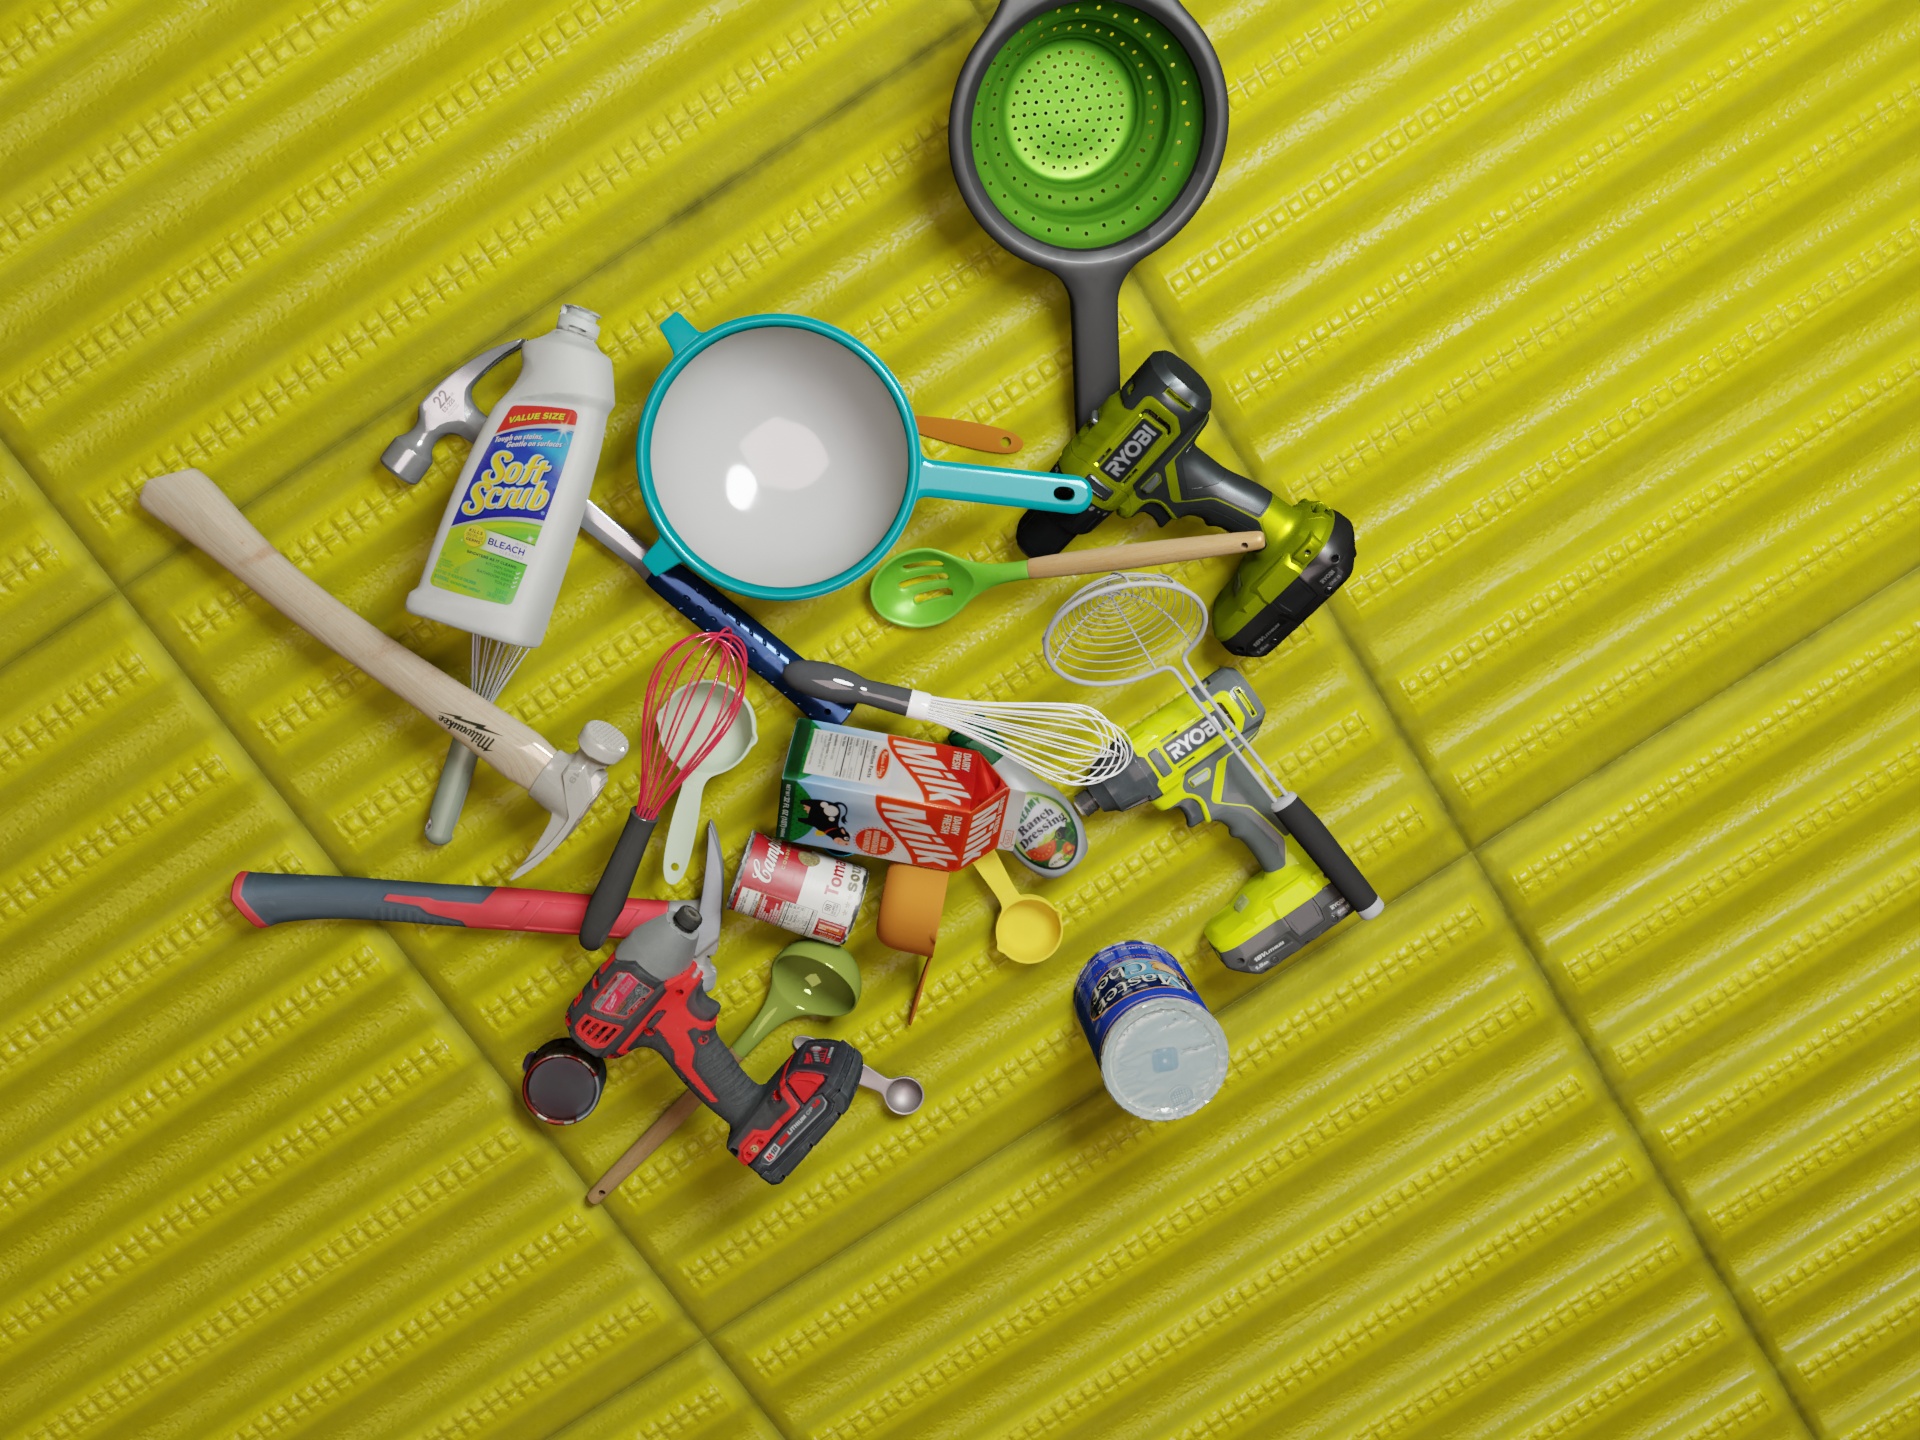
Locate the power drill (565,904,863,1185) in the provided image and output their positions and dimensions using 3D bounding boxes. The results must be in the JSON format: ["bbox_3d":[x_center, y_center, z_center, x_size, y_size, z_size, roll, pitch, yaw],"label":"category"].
[{"bbox_3d":[-0.192,0.252,1.269,0.219,0.078,0.143,39,105,-5],"label":"power drill"}]

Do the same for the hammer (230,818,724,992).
[{"bbox_3d":[-0.388,0.137,1.294,0.386,0.038,0.143,5,100,-6],"label":"hammer"}]

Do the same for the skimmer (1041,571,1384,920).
[{"bbox_3d":[0.209,0.032,1.234,0.127,0.090,0.363,-35,100,31],"label":"skimmer"}]

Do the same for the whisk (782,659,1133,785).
[{"bbox_3d":[-0.002,-0.003,1.258,0.284,0.070,0.070,14,100,-2],"label":"whisk"}]

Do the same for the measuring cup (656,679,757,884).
[{"bbox_3d":[-0.212,0.049,1.282,0.083,0.038,0.167,14,94,-1],"label":"measuring cup"}]

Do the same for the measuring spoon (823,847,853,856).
[{"bbox_3d":[-0.057,0.084,1.327,0.128,0.021,0.042,-9,107,-13],"label":"measuring spoon"}]

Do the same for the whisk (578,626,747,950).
[{"bbox_3d":[-0.238,0.056,1.234,0.073,0.073,0.295,23,108,-9],"label":"whisk"}]

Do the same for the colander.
[{"bbox_3d":[0.094,-0.373,1.217,0.204,0.095,0.396,-7,120,-4],"label":"colander"}]

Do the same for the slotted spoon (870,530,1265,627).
[{"bbox_3d":[0.079,-0.119,1.235,0.314,0.031,0.070,-6,122,19],"label":"slotted spoon"}]

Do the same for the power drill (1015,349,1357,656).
[{"bbox_3d":[0.174,-0.153,1.246,0.228,0.080,0.190,34,121,-15],"label":"power drill"}]

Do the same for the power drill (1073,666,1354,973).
[{"bbox_3d":[0.214,0.091,1.322,0.171,0.080,0.223,-35,99,2],"label":"power drill"}]

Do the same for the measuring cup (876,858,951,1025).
[{"bbox_3d":[-0.047,0.182,1.322,0.052,0.095,0.173,13,119,-1],"label":"measuring cup"}]

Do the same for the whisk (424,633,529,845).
[{"bbox_3d":[-0.380,-0.011,1.261,0.059,0.058,0.246,14,106,-29],"label":"whisk"}]

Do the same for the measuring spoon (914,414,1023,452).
[{"bbox_3d":[-0.006,-0.230,1.265,0.117,0.011,0.021,10,101,-7],"label":"measuring spoon"}]

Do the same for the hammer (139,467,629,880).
[{"bbox_3d":[-0.457,-0.047,1.222,0.410,0.038,0.146,37,109,-2],"label":"hammer"}]

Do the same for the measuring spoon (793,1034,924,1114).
[{"bbox_3d":[-0.088,0.300,1.370,0.124,0.018,0.034,28,98,-3],"label":"measuring spoon"}]

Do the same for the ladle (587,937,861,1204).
[{"bbox_3d":[-0.205,0.302,1.337,0.078,0.062,0.320,43,98,-14],"label":"ladle"}]

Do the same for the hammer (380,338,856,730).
[{"bbox_3d":[-0.246,-0.131,1.252,0.405,0.035,0.144,39,96,-11],"label":"hammer"}]

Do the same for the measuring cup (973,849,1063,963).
[{"bbox_3d":[0.032,0.133,1.341,0.062,0.029,0.156,-31,96,1],"label":"measuring cup"}]

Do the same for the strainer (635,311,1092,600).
[{"bbox_3d":[-0.071,-0.195,1.219,0.340,0.095,0.211,6,103,-3],"label":"strainer"}]
